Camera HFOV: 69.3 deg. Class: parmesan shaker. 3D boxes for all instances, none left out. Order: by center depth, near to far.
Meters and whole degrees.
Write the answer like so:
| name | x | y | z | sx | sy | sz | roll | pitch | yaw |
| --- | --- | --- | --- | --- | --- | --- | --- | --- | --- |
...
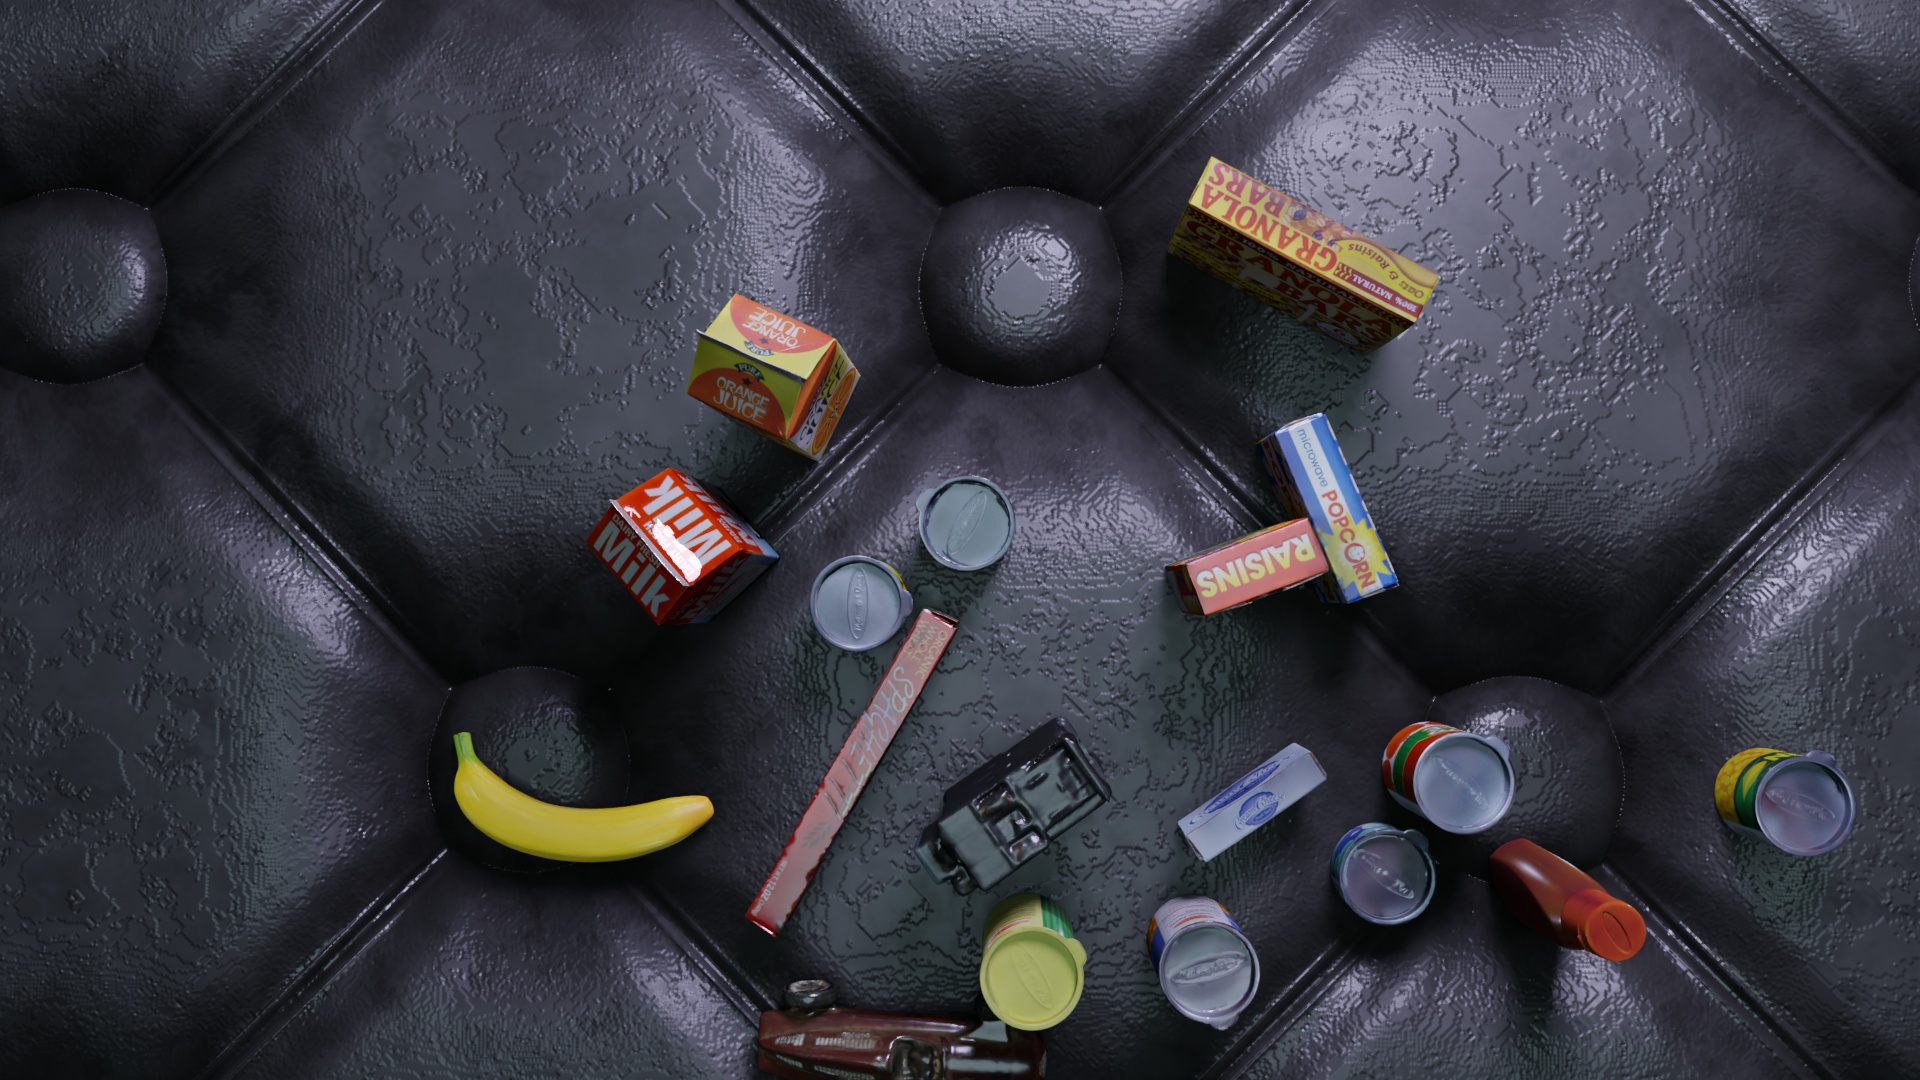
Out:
| name | x | y | z | sx | sy | sz | roll | pitch | yaw |
| --- | --- | --- | --- | --- | --- | --- | --- | --- | --- |
| parmesan shaker | 0.050 | 0.280 | 0.937 | 0.071 | 0.103 | 0.071 | 0 | 88 | 2 |

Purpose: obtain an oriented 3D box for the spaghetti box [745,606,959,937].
| name | x | y | z | sx | sy | sz | roll | pitch | yaw |
| --- | --- | --- | --- | --- | --- | --- | --- | --- | --- |
| spaghetti box | -0.073 | 0.158 | 0.974 | 0.029 | 0.050 | 0.250 | 30 | 88 | 3 |

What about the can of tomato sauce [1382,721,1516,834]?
| name | x | y | z | sx | sy | sz | roll | pitch | yaw |
| --- | --- | --- | --- | --- | --- | --- | --- | --- | --- |
| can of tomato sauce | 0.331 | 0.158 | 0.944 | 0.071 | 0.083 | 0.071 | 0 | 88 | 2 |

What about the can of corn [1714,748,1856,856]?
| name | x | y | z | sx | sy | sz | roll | pitch | yaw |
| --- | --- | --- | --- | --- | --- | --- | --- | --- | --- |
| can of corn | 0.562 | 0.175 | 0.948 | 0.071 | 0.058 | 0.071 | 0 | 87 | 2 |

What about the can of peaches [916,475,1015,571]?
| name | x | y | z | sx | sy | sz | roll | pitch | yaw |
| --- | --- | --- | --- | --- | --- | --- | --- | --- | --- |
| can of peaches | 0.003 | -0.012 | 0.976 | 0.071 | 0.058 | 0.071 | 0 | 87 | 2 |

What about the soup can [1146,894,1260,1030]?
| name | x | y | z | sx | sy | sz | roll | pitch | yaw |
| --- | --- | --- | --- | --- | --- | --- | --- | --- | --- |
| soup can | 0.164 | 0.284 | 0.943 | 0.071 | 0.084 | 0.071 | 0 | 88 | 2 |

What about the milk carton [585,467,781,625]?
| name | x | y | z | sx | sy | sz | roll | pitch | yaw |
| --- | --- | --- | --- | --- | --- | --- | --- | --- | --- |
| milk carton | -0.182 | 0.006 | 0.915 | 0.073 | 0.190 | 0.072 | -42 | 87 | 0 |

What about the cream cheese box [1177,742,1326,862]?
| name | x | y | z | sx | sy | sz | roll | pitch | yaw |
| --- | --- | --- | --- | --- | --- | --- | --- | --- | --- |
| cream cheese box | 0.201 | 0.181 | 0.962 | 0.104 | 0.053 | 0.024 | -34 | 87 | 0 |

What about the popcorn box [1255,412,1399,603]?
| name | x | y | z | sx | sy | sz | roll | pitch | yaw |
| --- | --- | --- | --- | --- | --- | --- | --- | --- | --- |
| popcorn box | 0.249 | -0.020 | 0.955 | 0.038 | 0.085 | 0.126 | -23 | 87 | 1 |

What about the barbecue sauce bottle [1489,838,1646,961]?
| name | x | y | z | sx | sy | sz | roll | pitch | yaw |
| --- | --- | --- | --- | --- | --- | --- | --- | --- | --- |
| barbecue sauce bottle | 0.395 | 0.238 | 0.905 | 0.044 | 0.148 | 0.065 | -30 | 87 | 1 |

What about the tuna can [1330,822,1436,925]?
| name | x | y | z | sx | sy | sz | roll | pitch | yaw |
| --- | --- | --- | --- | --- | --- | --- | --- | --- | --- |
| tuna can | 0.295 | 0.229 | 0.967 | 0.071 | 0.033 | 0.071 | 0 | 87 | 2 |

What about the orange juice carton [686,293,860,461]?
| name | x | y | z | sx | sy | sz | roll | pitch | yaw |
| --- | --- | --- | --- | --- | --- | --- | --- | --- | --- |
| orange juice carton | -0.122 | -0.107 | 0.917 | 0.072 | 0.192 | 0.073 | 26 | 89 | 3 |

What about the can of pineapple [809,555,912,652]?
| name | x | y | z | sx | sy | sz | roll | pitch | yaw |
| --- | --- | --- | --- | --- | --- | --- | --- | --- | --- |
| can of pineapple | -0.068 | 0.045 | 0.975 | 0.071 | 0.058 | 0.071 | 0 | 87 | 2 |

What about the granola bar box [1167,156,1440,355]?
| name | x | y | z | sx | sy | sz | roll | pitch | yaw |
| --- | --- | --- | --- | --- | --- | --- | --- | --- | --- |
| granola bar box | 0.227 | -0.188 | 0.944 | 0.165 | 0.124 | 0.039 | 29 | 89 | 3 |

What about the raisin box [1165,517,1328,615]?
| name | x | y | z | sx | sy | sz | roll | pitch | yaw |
| --- | --- | --- | --- | --- | --- | --- | --- | --- | --- |
| raisin box | 0.189 | 0.019 | 0.936 | 0.086 | 0.123 | 0.040 | -20 | 87 | 1 |
